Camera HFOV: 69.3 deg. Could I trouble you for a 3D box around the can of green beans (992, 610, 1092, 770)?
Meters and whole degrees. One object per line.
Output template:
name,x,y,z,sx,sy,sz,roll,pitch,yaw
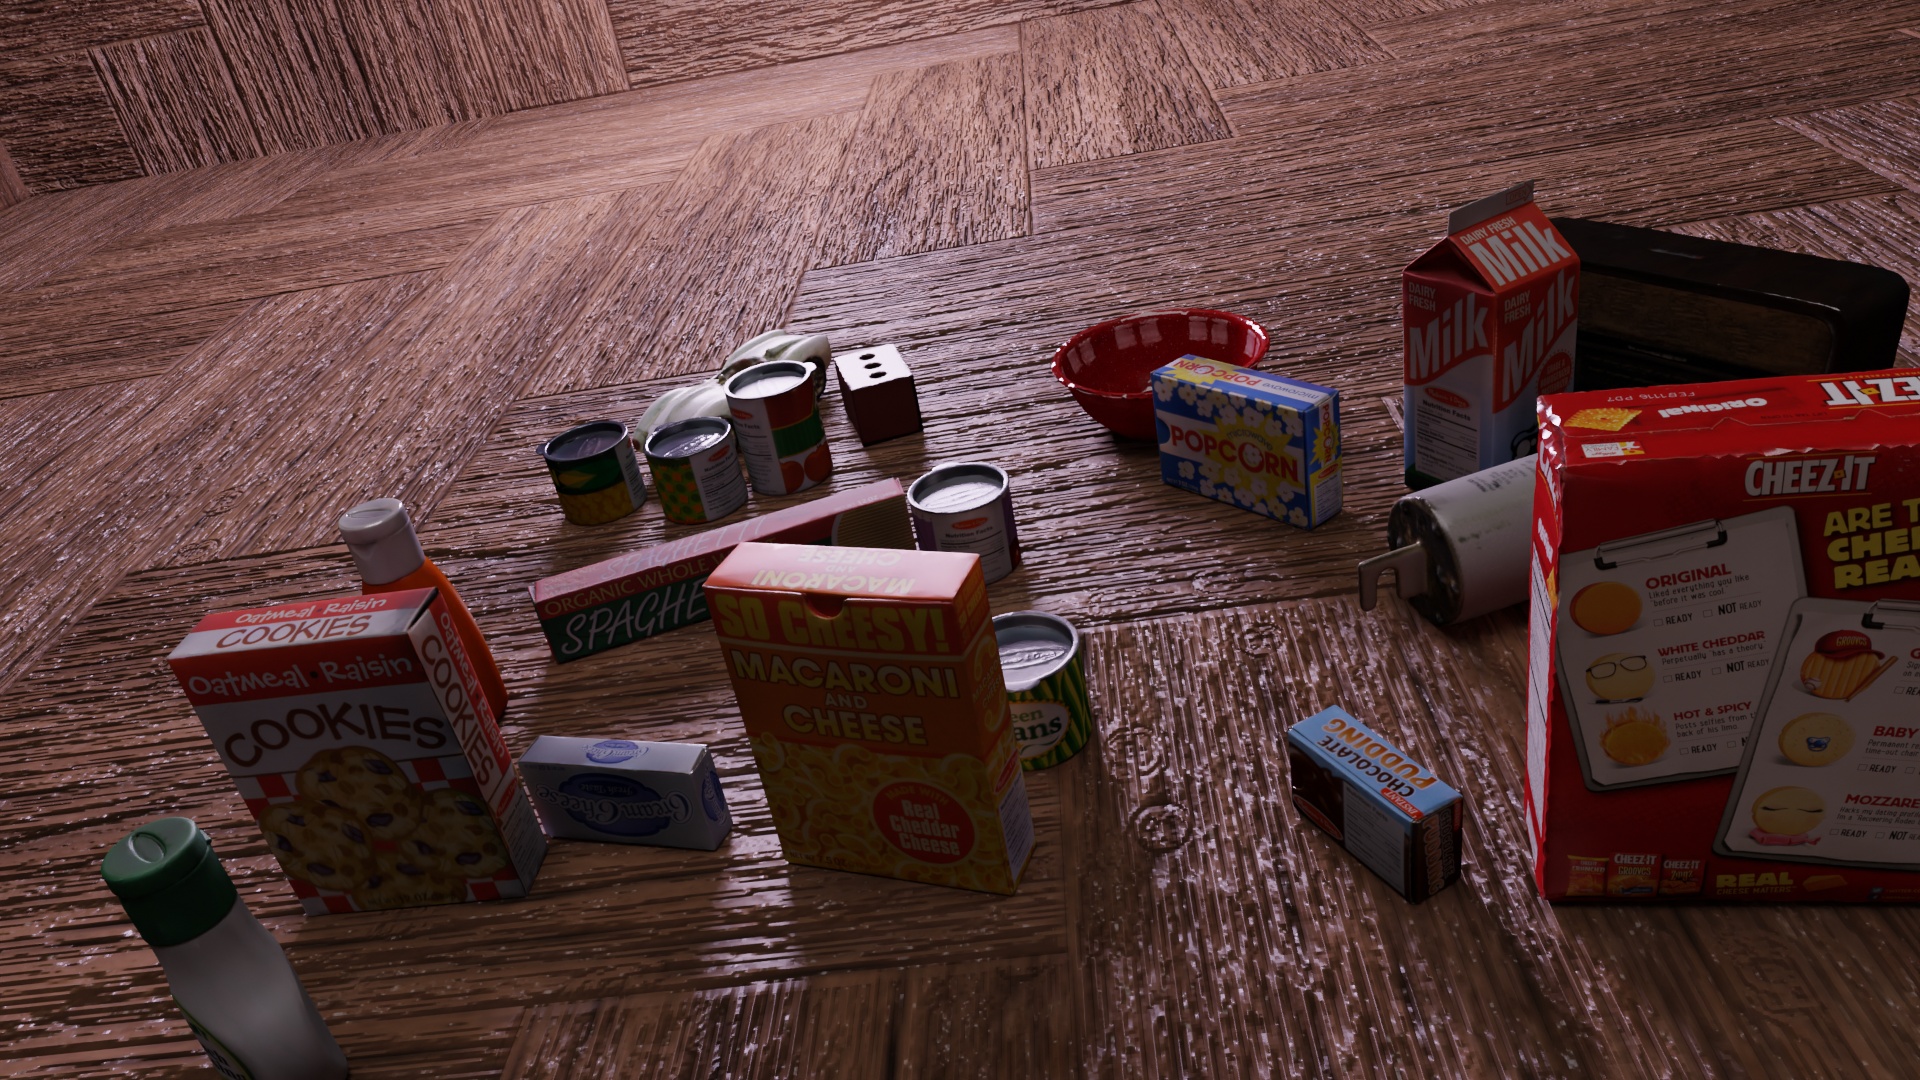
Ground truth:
can of green beans,0.034,0.079,0.734,0.071,0.057,0.071,-9,29,5

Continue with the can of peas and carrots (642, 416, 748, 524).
can of peas and carrots,-0.200,-0.053,1.044,0.071,0.058,0.071,-9,29,5

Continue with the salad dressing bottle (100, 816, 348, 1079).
salad dressing bottle,-0.307,0.182,0.582,0.064,0.147,0.044,17,40,40

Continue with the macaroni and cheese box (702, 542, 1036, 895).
macaroni and cheese box,-0.039,0.083,0.642,0.124,0.165,0.040,2,32,23

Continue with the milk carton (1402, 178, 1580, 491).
milk carton,0.320,-0.117,0.843,0.072,0.189,0.073,-25,32,-22

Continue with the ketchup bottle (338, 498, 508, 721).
ketchup bottle,-0.321,0.047,0.821,0.065,0.148,0.044,-5,30,12

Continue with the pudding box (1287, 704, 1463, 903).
pudding box,0.185,0.117,0.625,0.030,0.049,0.084,-23,31,-19

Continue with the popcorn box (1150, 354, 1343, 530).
popcorn box,0.187,-0.066,0.907,0.038,0.084,0.127,-31,35,-31

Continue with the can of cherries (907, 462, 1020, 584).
can of cherries,0.003,-0.011,0.902,0.071,0.058,0.072,-9,29,5

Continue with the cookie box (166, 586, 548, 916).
cookie box,-0.292,0.107,0.687,0.123,0.166,0.040,-7,29,8

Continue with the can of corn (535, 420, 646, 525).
can of corn,-0.284,-0.052,1.071,0.071,0.058,0.071,-9,29,5

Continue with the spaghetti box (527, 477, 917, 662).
spaghetti box,-0.152,0.019,0.911,0.250,0.050,0.029,-17,30,-10

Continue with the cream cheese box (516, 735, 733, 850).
cream cheese box,-0.173,0.131,0.721,0.104,0.053,0.024,0,31,19

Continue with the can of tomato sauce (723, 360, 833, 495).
can of tomato sauce,-0.135,-0.086,1.055,0.071,0.082,0.071,-9,29,5
